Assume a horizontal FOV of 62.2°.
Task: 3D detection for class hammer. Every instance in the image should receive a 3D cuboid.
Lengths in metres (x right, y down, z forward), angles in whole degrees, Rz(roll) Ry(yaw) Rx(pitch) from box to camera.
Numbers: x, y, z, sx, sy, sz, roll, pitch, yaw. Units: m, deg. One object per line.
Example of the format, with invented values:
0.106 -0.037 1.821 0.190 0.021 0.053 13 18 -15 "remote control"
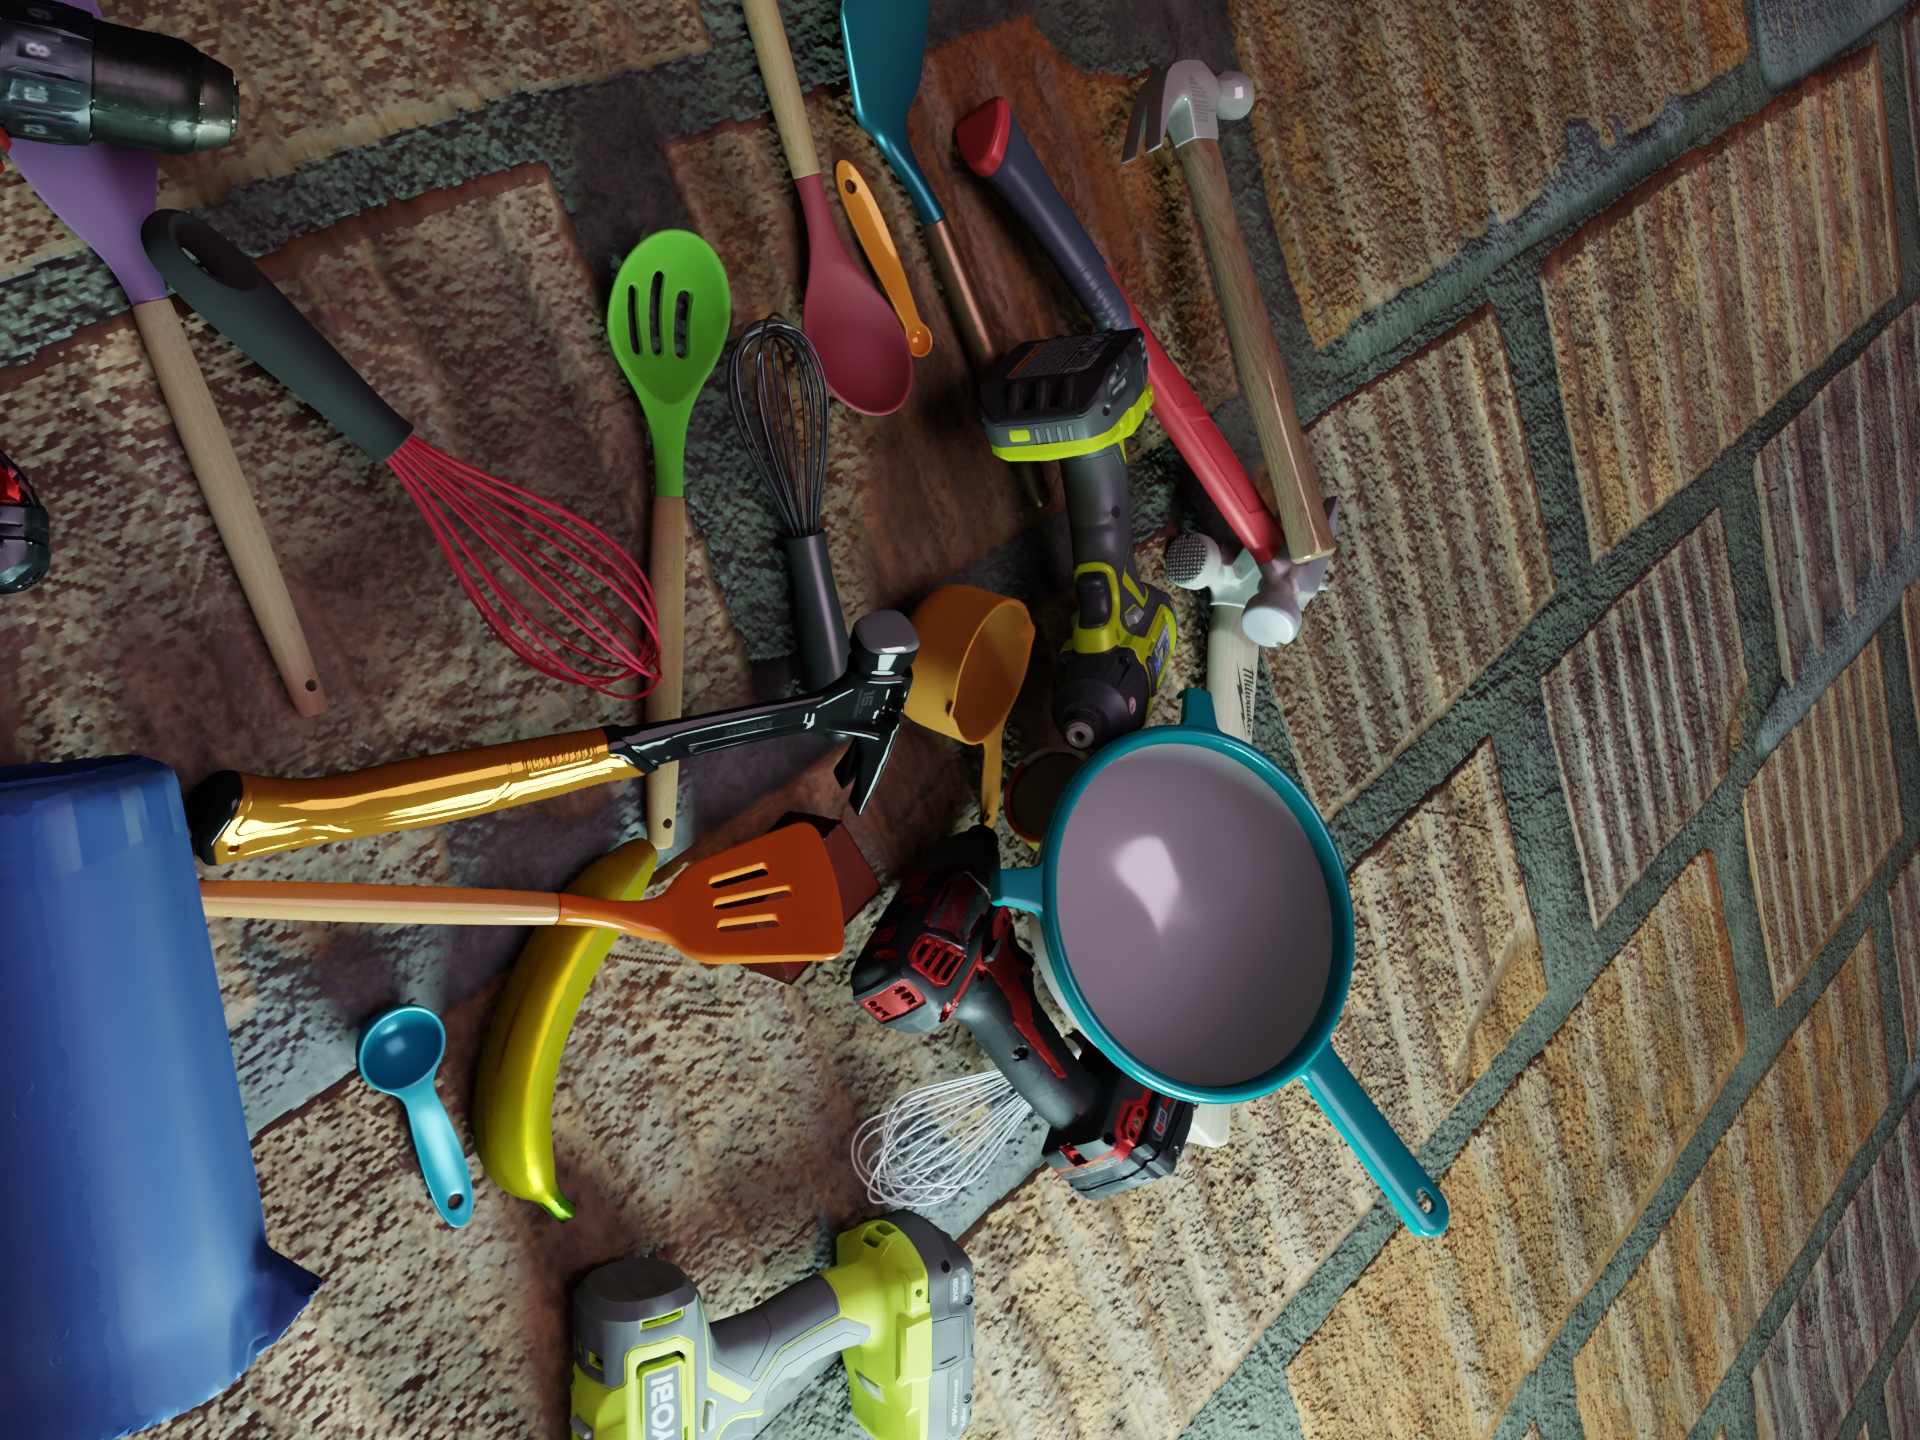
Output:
0.189 0.084 1.104 0.146 0.038 0.411 8 85 -43 "hammer"
0.127 -0.231 1.015 0.386 0.038 0.143 50 46 -25 "hammer"
0.184 -0.264 1.032 0.130 0.031 0.331 -18 93 -45 "hammer"
-0.182 0.023 0.757 0.336 0.034 0.127 -11 141 -28 "hammer"

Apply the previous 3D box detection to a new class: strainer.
0.155 0.165 0.921 0.211 0.095 0.340 -41 98 -32 "strainer"

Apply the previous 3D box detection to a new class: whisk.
-0.239 -0.110 0.713 0.295 0.073 0.073 46 65 -31 "whisk"
-0.084 -0.099 0.862 0.055 0.055 0.238 -24 114 -37 "whisk"
0.043 0.226 1.004 0.284 0.070 0.070 -22 109 -43 "whisk"

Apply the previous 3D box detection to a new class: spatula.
-0.210 0.082 0.741 0.322 0.041 0.081 6 50 -30 "spatula"
0.001 -0.266 0.919 0.082 0.044 0.317 -46 123 -39 "spatula"
-0.328 -0.148 0.660 0.060 0.018 0.315 -33 115 -44 "spatula"

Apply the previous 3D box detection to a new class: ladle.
-0.089 -0.316 0.847 0.069 0.031 0.315 -29 111 -38 "ladle"

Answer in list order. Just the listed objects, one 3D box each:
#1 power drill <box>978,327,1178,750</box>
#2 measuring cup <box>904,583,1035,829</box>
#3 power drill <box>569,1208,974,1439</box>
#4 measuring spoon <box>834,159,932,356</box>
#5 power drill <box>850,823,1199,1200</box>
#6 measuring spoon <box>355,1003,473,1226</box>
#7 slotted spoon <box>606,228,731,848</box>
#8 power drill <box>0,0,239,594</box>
0.076 -0.103 0.933 0.171 0.080 0.223 -57 140 -58 "power drill"
-0.002 -0.003 0.948 0.095 0.052 0.173 -46 148 -41 "measuring cup"
-0.105 0.376 0.874 0.228 0.080 0.190 -4 97 -38 "power drill"
-0.046 -0.261 0.903 0.021 0.011 0.116 -38 114 -31 "measuring spoon"
0.044 0.168 0.946 0.219 0.078 0.143 44 44 -13 "power drill"
-0.259 0.189 0.762 0.042 0.021 0.128 -28 121 -36 "measuring spoon"
-0.153 -0.089 0.816 0.070 0.031 0.313 -3 99 -41 "slotted spoon"
-0.367 -0.161 0.575 0.187 0.080 0.227 2 90 -30 "power drill"
